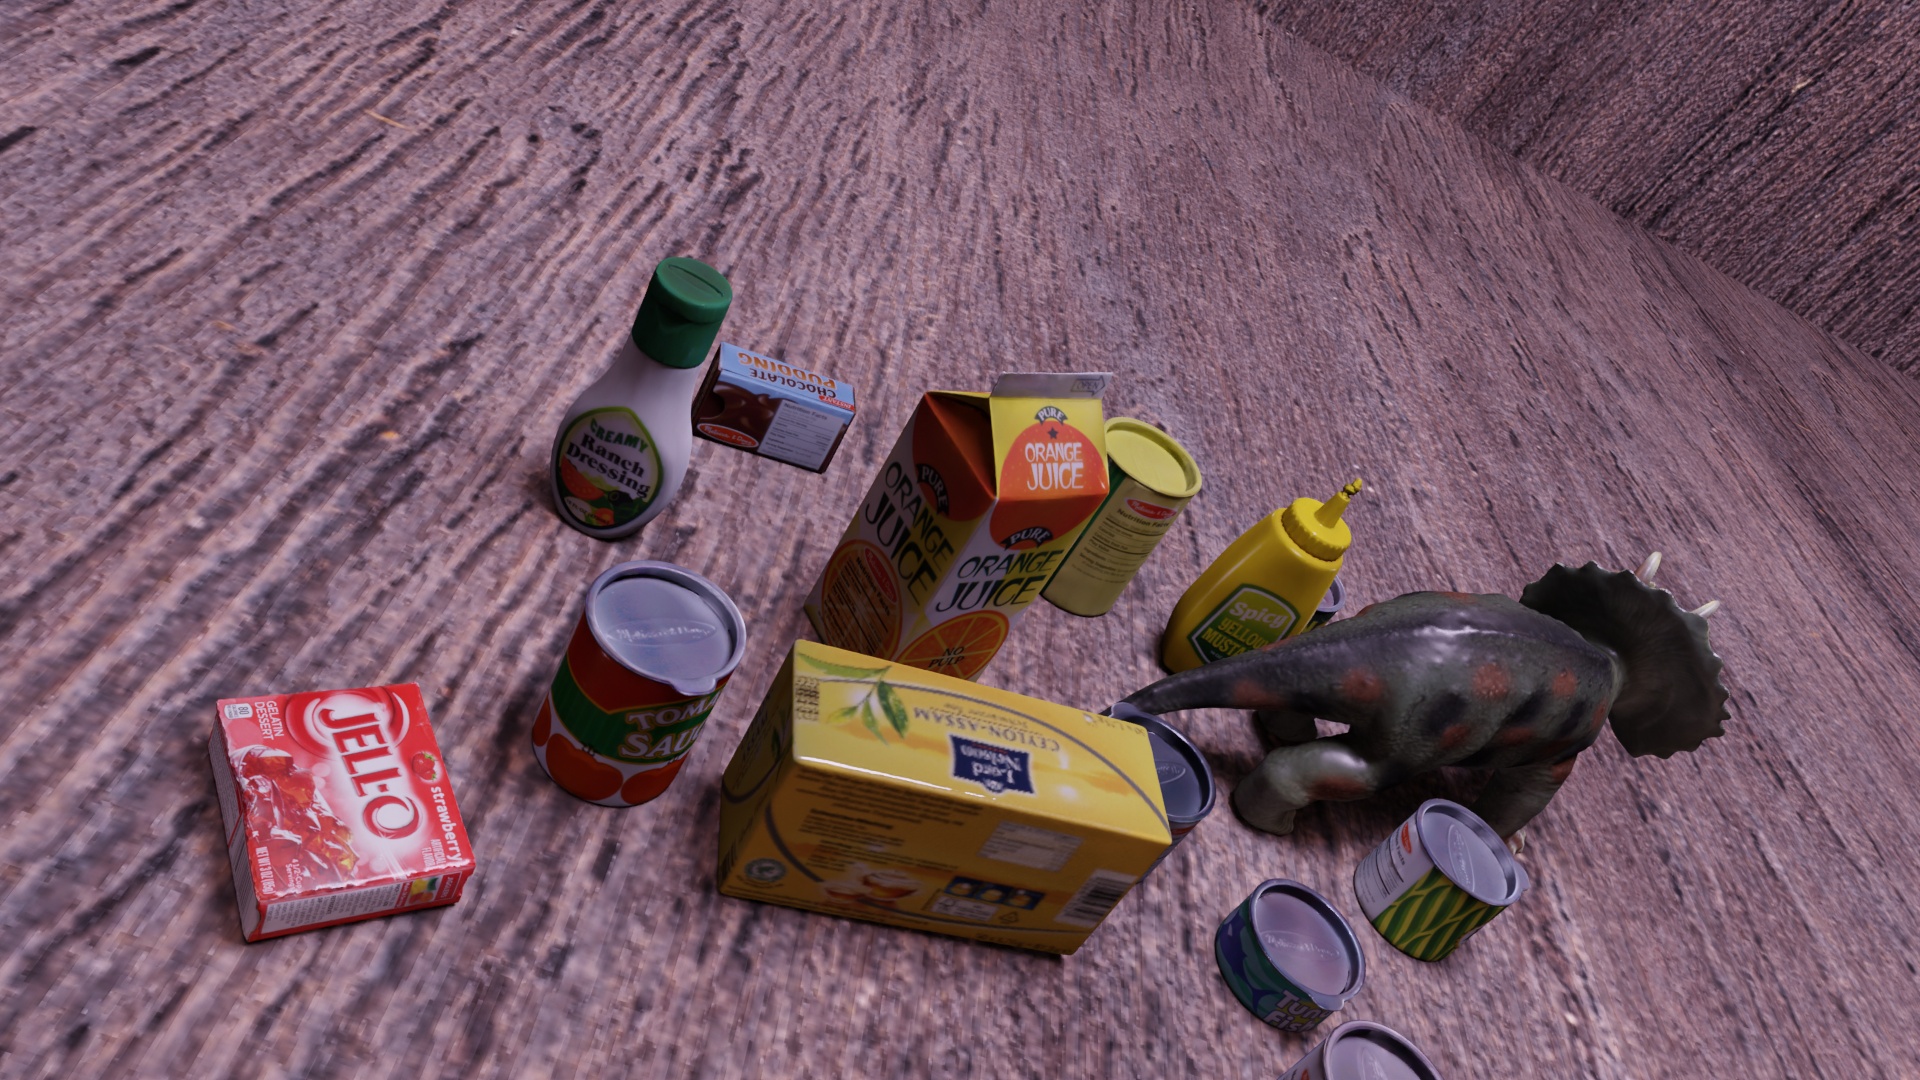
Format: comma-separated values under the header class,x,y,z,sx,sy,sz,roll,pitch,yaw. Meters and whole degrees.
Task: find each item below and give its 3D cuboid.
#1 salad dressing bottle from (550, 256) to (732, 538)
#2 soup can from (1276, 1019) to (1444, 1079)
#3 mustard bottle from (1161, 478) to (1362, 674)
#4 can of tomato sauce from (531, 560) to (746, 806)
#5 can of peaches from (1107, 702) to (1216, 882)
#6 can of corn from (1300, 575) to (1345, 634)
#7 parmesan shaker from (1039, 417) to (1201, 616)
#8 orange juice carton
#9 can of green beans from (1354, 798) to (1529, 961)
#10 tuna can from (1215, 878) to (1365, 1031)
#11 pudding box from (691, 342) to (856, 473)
class,x,y,z,sx,sy,sz,roll,pitch,yaw
salad dressing bottle,-0.151,-0.066,0.663,0.064,0.147,0.044,30,35,-4
soup can,0.155,0.248,0.570,0.071,0.083,0.072,21,36,-16
mustard bottle,0.178,0.023,0.796,0.065,0.159,0.049,28,35,-6
can of tomato sauce,-0.133,0.062,0.576,0.071,0.082,0.071,21,36,-16
can of peaches,0.082,0.125,0.686,0.071,0.057,0.071,21,36,-16
can of corn,0.199,0.041,0.880,0.071,0.058,0.071,21,36,-16
parmesan shaker,0.084,-0.014,0.819,0.071,0.102,0.072,21,36,-16
orange juice carton,0.002,-0.008,0.671,0.072,0.191,0.073,-3,48,-40
can of green beans,0.257,0.184,0.750,0.071,0.057,0.071,21,36,-16
tuna can,0.160,0.203,0.674,0.071,0.032,0.071,21,36,-16
pudding box,-0.107,-0.075,0.793,0.084,0.049,0.030,16,38,-22
